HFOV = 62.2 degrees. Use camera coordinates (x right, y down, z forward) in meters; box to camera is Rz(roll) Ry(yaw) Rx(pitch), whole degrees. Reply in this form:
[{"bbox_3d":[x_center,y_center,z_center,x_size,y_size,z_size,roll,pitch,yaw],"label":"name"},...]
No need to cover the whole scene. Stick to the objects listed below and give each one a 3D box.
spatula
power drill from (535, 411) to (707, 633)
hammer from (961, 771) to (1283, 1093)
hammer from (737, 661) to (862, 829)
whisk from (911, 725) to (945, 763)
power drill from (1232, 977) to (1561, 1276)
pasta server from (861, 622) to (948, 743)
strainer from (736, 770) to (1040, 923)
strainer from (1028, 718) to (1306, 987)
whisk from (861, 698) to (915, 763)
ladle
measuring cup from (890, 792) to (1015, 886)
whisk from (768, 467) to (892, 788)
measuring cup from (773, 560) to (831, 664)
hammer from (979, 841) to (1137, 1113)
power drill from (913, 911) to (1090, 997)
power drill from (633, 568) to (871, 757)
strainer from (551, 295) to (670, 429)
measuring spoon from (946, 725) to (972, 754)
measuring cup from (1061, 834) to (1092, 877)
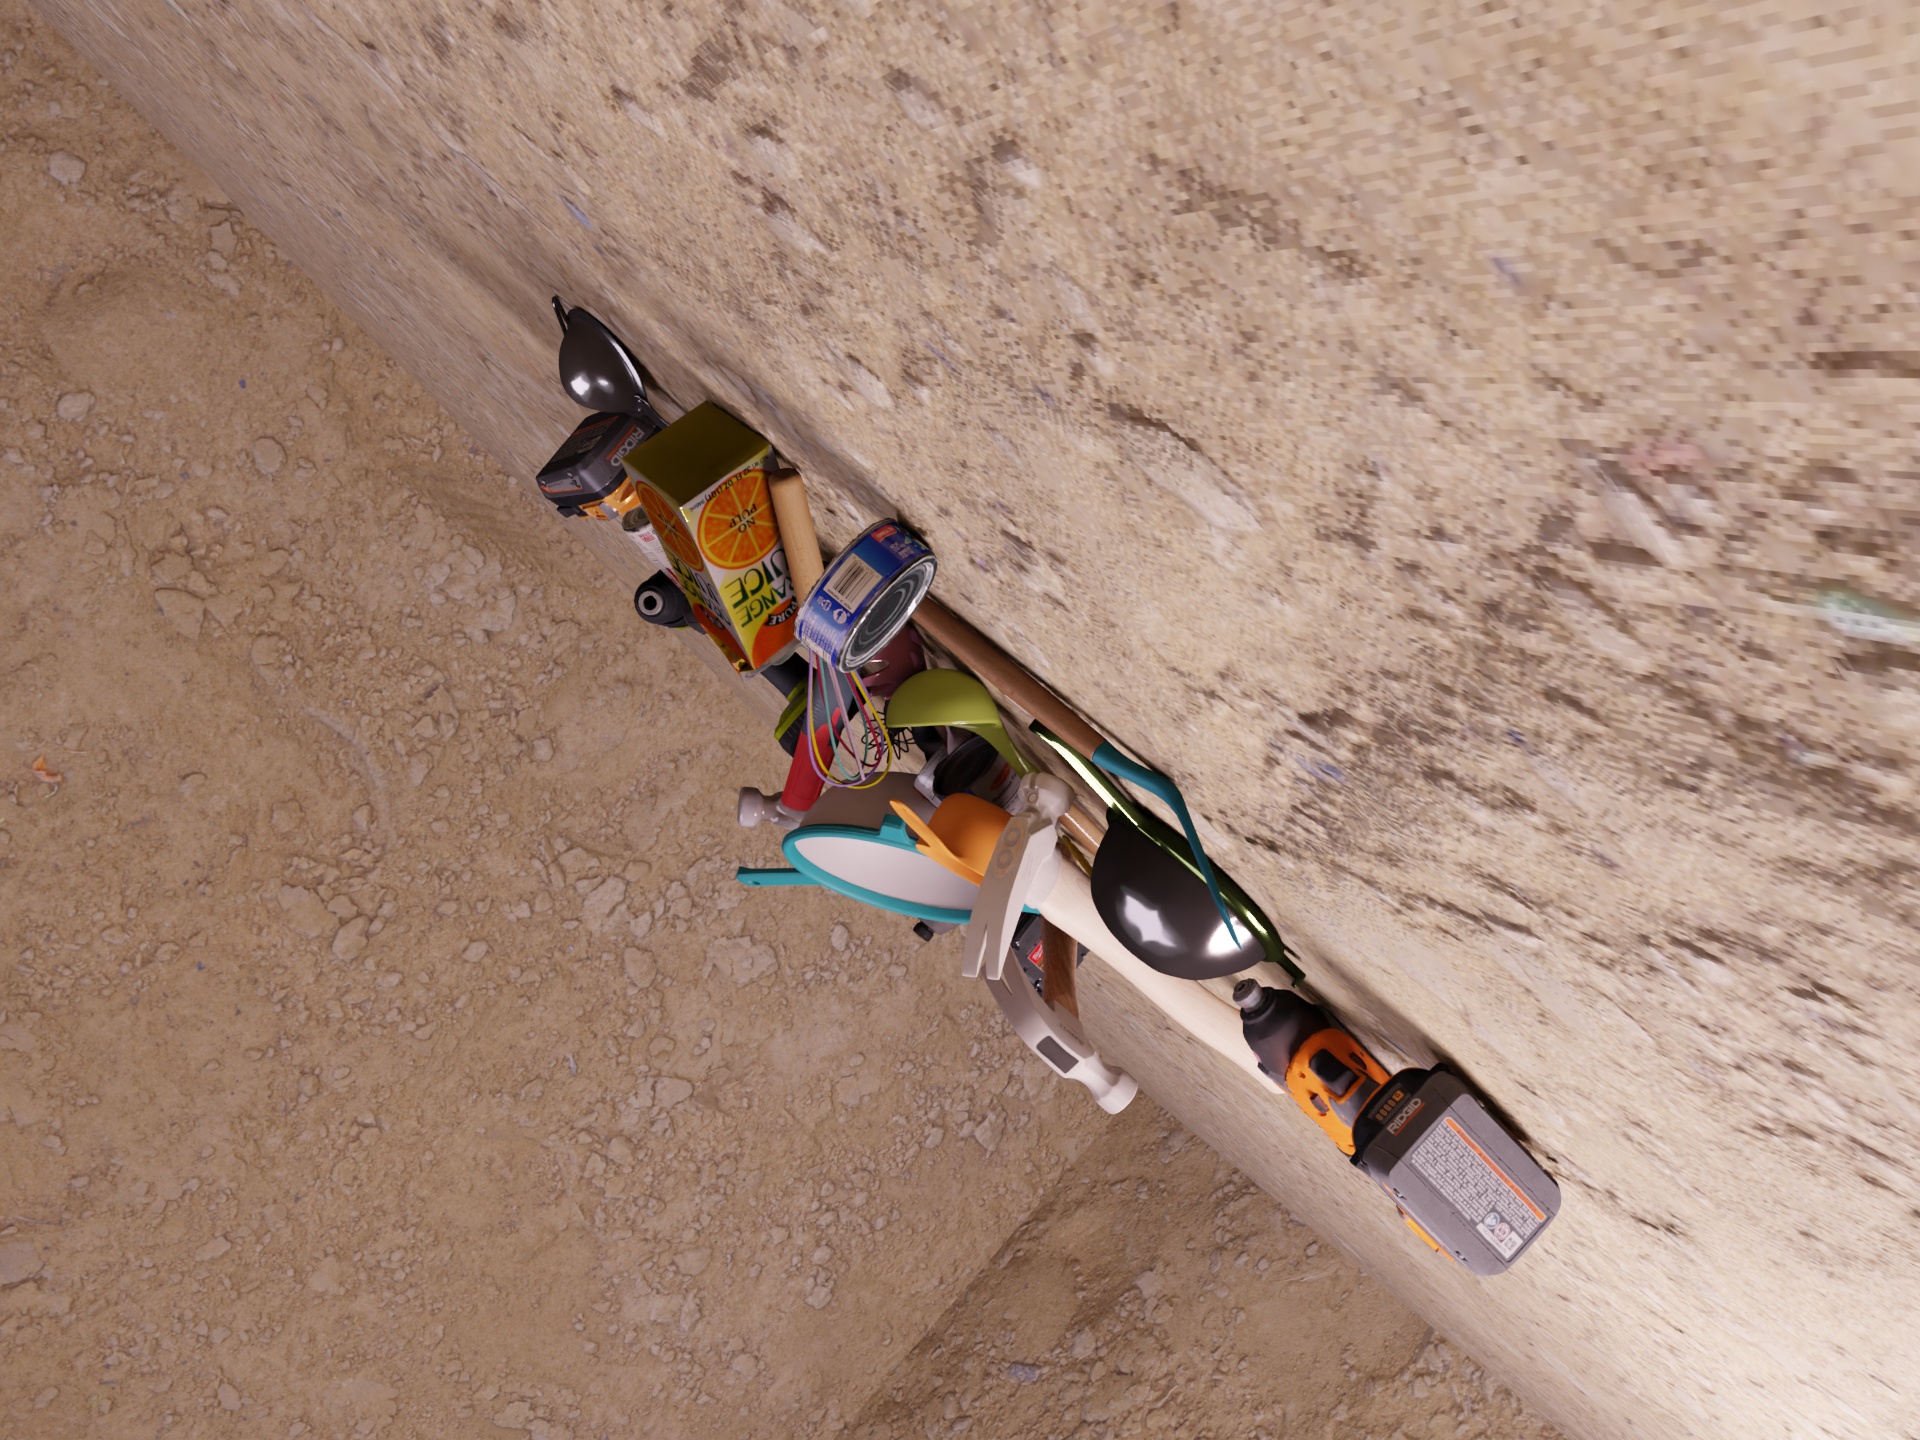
[{"bbox_3d":[0.055,0.010,0.927,0.318,0.044,0.082,40,174,26],"label":"spatula"},{"bbox_3d":[-0.230,-0.145,1.282,0.226,0.084,0.185,44,159,-26],"label":"power drill"},{"bbox_3d":[0.146,0.199,1.181,0.038,0.146,0.410,-1,149,42],"label":"hammer"},{"bbox_3d":[-0.107,0.013,1.386,0.143,0.038,0.386,4,154,-11],"label":"hammer"},{"bbox_3d":[-0.014,0.052,1.463,0.070,0.070,0.284,40,166,21],"label":"whisk"},{"bbox_3d":[0.264,0.247,1.028,0.164,0.084,0.226,45,176,-13],"label":"power drill"},{"bbox_3d":[-0.030,-0.016,1.226,0.040,0.060,0.316,-4,165,7],"label":"pasta server"},{"bbox_3d":[-0.088,0.106,1.449,0.210,0.095,0.340,32,154,-36],"label":"strainer"},{"bbox_3d":[0.106,0.096,1.027,0.256,0.069,0.152,46,172,-32],"label":"strainer"},{"bbox_3d":[-0.060,-0.002,1.430,0.055,0.055,0.239,42,168,3],"label":"whisk"},{"bbox_3d":[0.064,0.069,1.155,0.078,0.062,0.319,-2,142,49],"label":"ladle"},{"bbox_3d":[0.001,0.072,1.120,0.095,0.052,0.173,23,166,33],"label":"measuring cup"},{"bbox_3d":[-0.086,-0.054,1.041,0.047,0.051,0.244,13,131,30],"label":"whisk"},{"bbox_3d":[-0.112,-0.073,1.192,0.083,0.038,0.167,52,156,-6],"label":"measuring cup"},{"bbox_3d":[0.076,0.176,1.262,0.130,0.031,0.331,41,-163,-11],"label":"hammer"},{"bbox_3d":[0.039,0.181,1.555,0.078,0.143,0.220,45,170,-29],"label":"power drill"},{"bbox_3d":[-0.203,-0.066,1.515,0.228,0.080,0.190,42,-167,1],"label":"power drill"},{"bbox_3d":[-0.202,-0.200,1.101,0.258,0.050,0.086,39,157,5],"label":"strainer"},{"bbox_3d":[-0.002,-0.004,1.218,0.018,0.034,0.124,6,160,5],"label":"measuring spoon"},{"bbox_3d":[0.128,0.132,1.308,0.062,0.029,0.157,41,-173,-40],"label":"measuring cup"}]
